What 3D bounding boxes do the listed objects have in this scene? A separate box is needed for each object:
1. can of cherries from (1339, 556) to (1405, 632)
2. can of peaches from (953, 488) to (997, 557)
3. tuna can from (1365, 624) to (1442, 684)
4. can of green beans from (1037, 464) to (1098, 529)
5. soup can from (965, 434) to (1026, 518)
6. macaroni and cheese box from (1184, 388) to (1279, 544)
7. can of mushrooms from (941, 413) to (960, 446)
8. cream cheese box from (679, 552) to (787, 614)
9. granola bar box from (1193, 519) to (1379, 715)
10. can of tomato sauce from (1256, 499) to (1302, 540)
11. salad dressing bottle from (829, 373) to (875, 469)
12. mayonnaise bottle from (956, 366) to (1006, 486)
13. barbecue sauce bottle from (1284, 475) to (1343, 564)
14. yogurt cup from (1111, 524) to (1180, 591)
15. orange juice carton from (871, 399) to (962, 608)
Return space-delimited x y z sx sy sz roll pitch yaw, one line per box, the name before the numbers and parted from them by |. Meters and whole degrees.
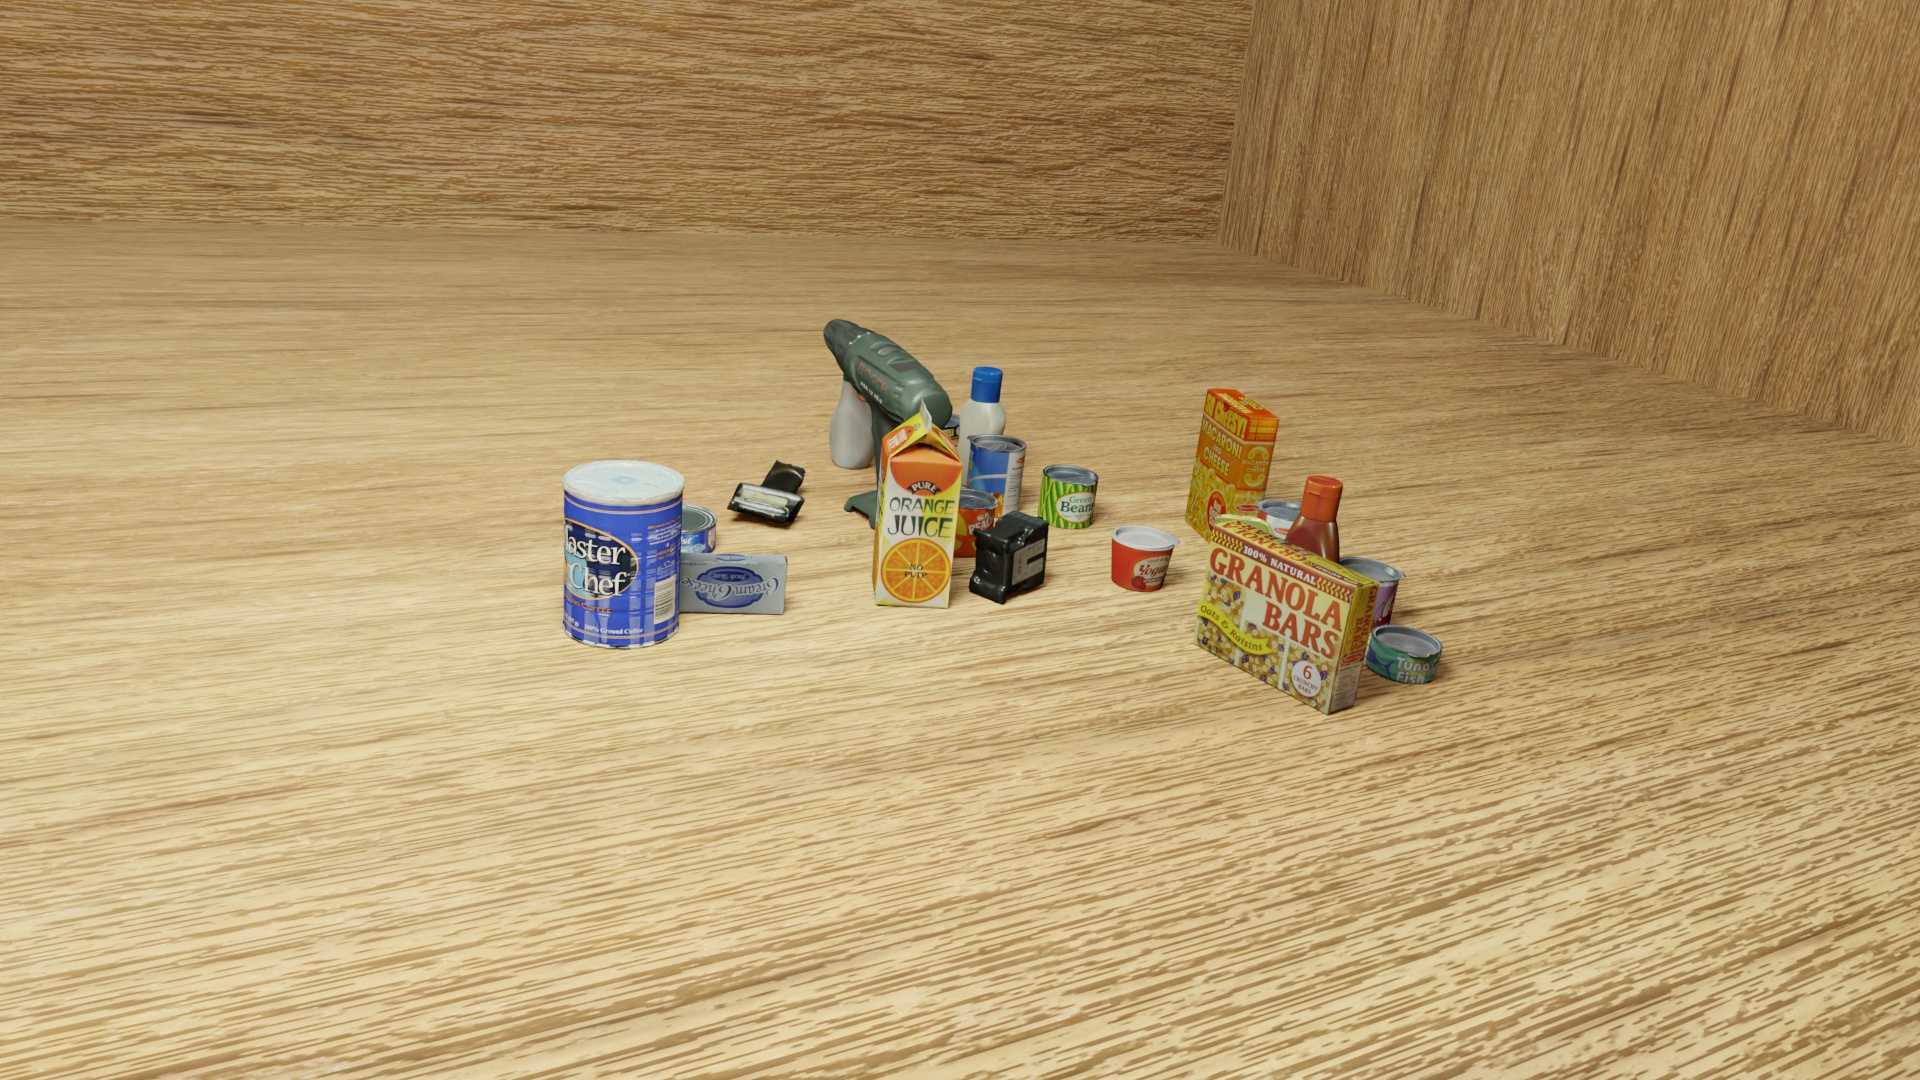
can of cherries | 0.414 0.056 1.421 0.071 0.058 0.072 5 20 -2
can of peaches | 0.005 -0.019 1.504 0.071 0.057 0.071 5 20 -2
tuna can | 0.422 0.109 1.318 0.071 0.032 0.071 5 20 -2
can of green beans | 0.125 -0.051 1.625 0.071 0.057 0.071 5 20 -2
soup can | 0.038 -0.077 1.631 0.071 0.083 0.071 5 20 -2
macaroni and cheese box | 0.309 -0.079 1.596 0.040 0.165 0.124 1 21 -14
can of mushrooms | -0.026 -0.150 1.879 0.071 0.033 0.071 5 20 -2
cream cheese box | -0.214 0.040 1.291 0.104 0.053 0.024 2 21 -12
granola bar box | 0.291 0.067 1.264 0.039 0.123 0.166 -10 26 -37
can of tomato sauce | 0.349 0.005 1.503 0.071 0.082 0.071 5 20 -2
salad dressing bottle | -0.130 -0.164 1.725 0.064 0.147 0.044 18 23 29
mayonnaise bottle | 0.027 -0.137 1.697 0.065 0.147 0.041 22 25 36
barbecue sauce bottle | 0.353 0.010 1.399 0.065 0.148 0.044 23 26 38
yogurt cup | 0.189 0.020 1.460 0.072 0.053 0.072 5 20 -2
orange juice carton | -0.042 -0.036 1.346 0.073 0.191 0.072 3 20 -9
